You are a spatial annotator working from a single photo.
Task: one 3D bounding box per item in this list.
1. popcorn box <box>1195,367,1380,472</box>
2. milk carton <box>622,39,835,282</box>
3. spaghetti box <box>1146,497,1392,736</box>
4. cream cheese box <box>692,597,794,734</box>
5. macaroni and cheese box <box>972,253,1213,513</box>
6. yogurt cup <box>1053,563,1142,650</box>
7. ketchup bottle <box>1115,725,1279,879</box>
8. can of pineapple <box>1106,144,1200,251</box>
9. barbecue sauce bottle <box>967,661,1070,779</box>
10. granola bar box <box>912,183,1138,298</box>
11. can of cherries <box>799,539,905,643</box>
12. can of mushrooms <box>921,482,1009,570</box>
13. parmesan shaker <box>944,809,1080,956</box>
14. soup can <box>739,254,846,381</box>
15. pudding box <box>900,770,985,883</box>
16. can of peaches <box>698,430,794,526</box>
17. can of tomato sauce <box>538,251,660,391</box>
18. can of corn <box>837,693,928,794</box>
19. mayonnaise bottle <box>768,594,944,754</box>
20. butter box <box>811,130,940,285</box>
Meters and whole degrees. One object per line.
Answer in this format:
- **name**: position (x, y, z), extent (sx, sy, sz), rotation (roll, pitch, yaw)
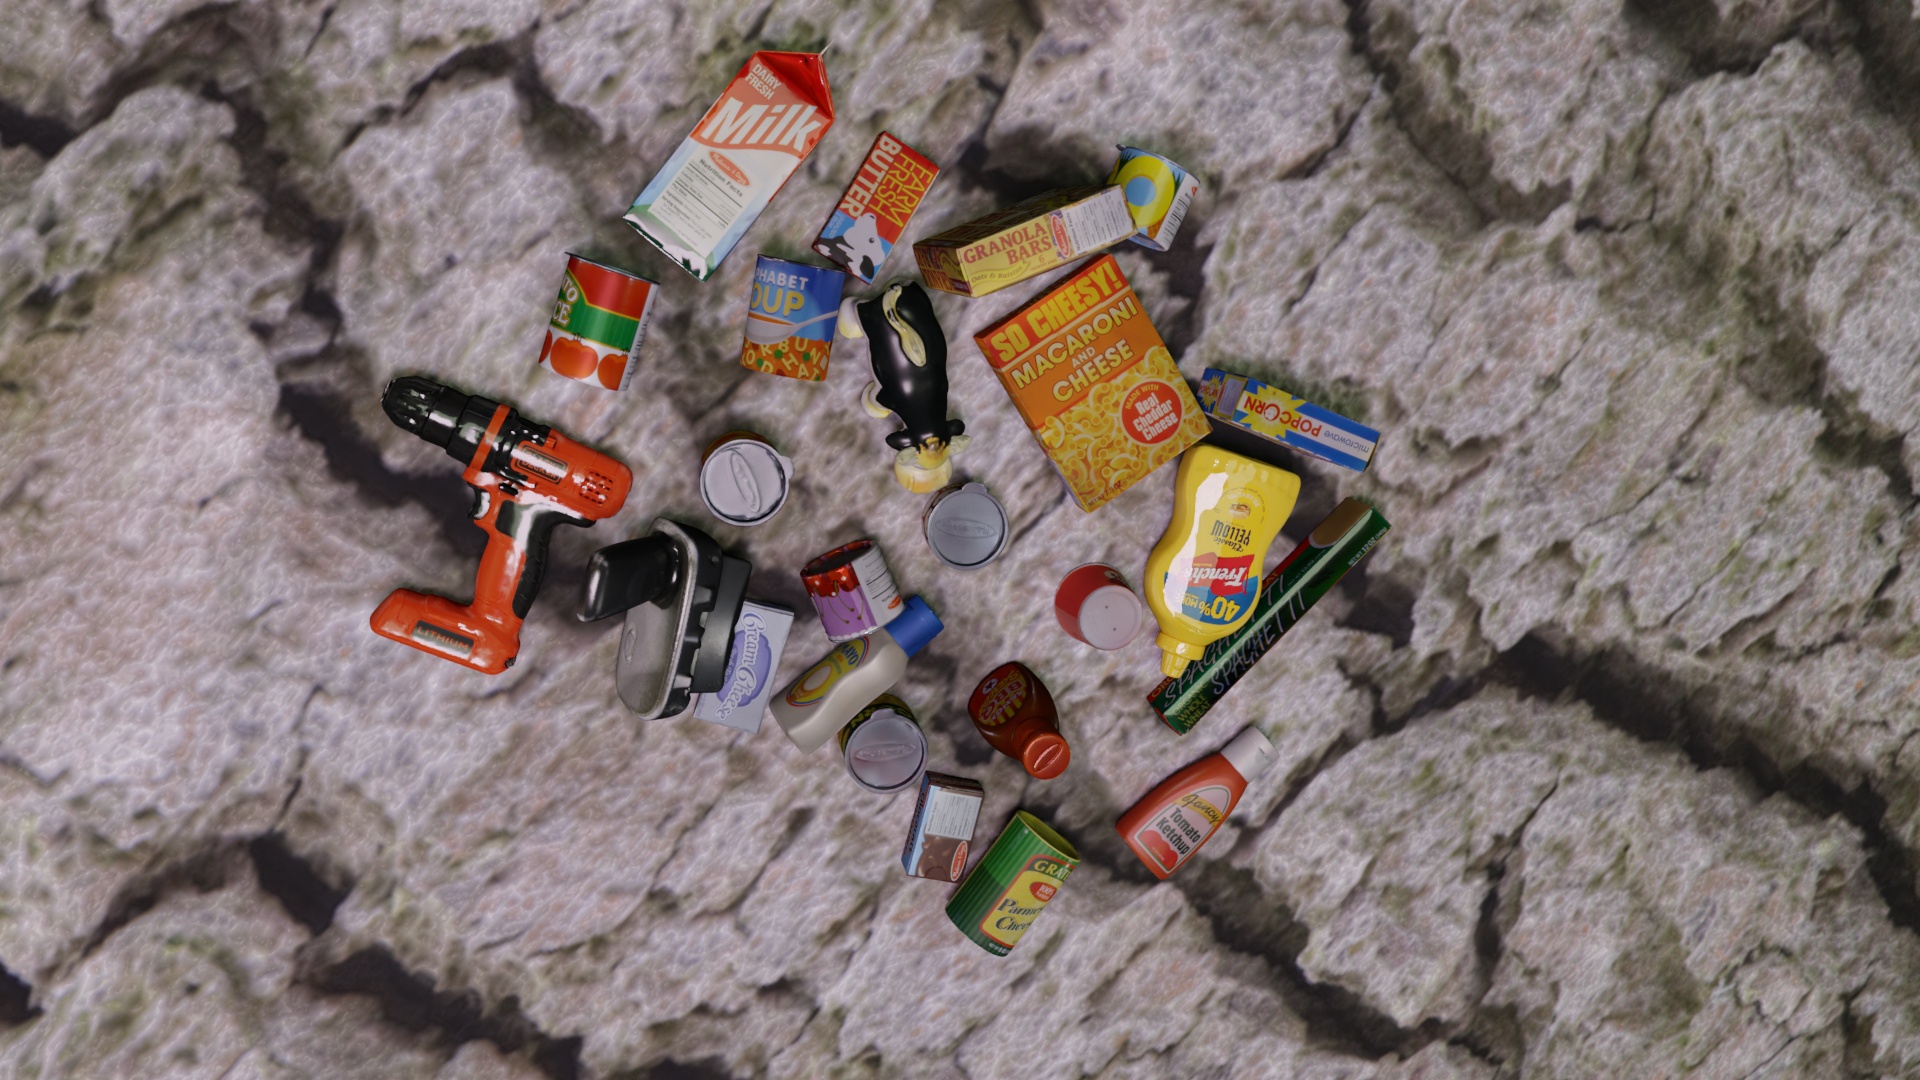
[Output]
- **popcorn box**: position (0.261, -0.097, 1.117), extent (0.127, 0.085, 0.038), rotation (20, 98, -15)
- **milk carton**: position (-0.154, -0.282, 0.998), extent (0.073, 0.072, 0.190), rotation (39, 92, -16)
- **spaghetti box**: position (0.257, 0.063, 1.166), extent (0.250, 0.050, 0.028), rotation (-45, 105, 0)
- **cream cheese box**: position (-0.171, 0.097, 1.095), extent (0.053, 0.024, 0.103), rotation (16, 97, -15)
- **macaroni and cheese box**: position (0.105, -0.124, 1.102), extent (0.124, 0.040, 0.166), rotation (-34, 106, -3)
- **yogurt cup**: position (0.115, 0.057, 1.133), extent (0.072, 0.054, 0.072), rotation (-2, 102, -11)
- **ketchup bottle**: position (0.206, 0.220, 1.191), extent (0.149, 0.043, 0.064), rotation (-41, 106, -2)
- **can of pineapple**: position (0.141, -0.263, 1.069), extent (0.071, 0.071, 0.058), rotation (23, 96, -15)
- **barbecue sauce bottle**: position (0.049, 0.143, 1.087), extent (0.065, 0.149, 0.043), rotation (-44, 107, 0)
- **granola bar box**: position (0.042, -0.217, 1.004), extent (0.124, 0.166, 0.039), rotation (-23, 106, -7)
- **can of cherries**: position (-0.086, 0.039, 1.081), extent (0.071, 0.071, 0.058), rotation (-25, 105, -6)
- **can of mushrooms**: position (0.004, -0.014, 1.106), extent (0.071, 0.033, 0.071), rotation (-2, 102, -11)
- **parmesan shaker**: position (0.045, 0.287, 1.159), extent (0.071, 0.071, 0.103), rotation (36, 93, -16)
- **soup can**: position (-0.126, -0.165, 1.028), extent (0.071, 0.071, 0.083), rotation (9, 100, -14)
- **pudding box**: position (-0.015, 0.239, 1.154), extent (0.050, 0.030, 0.083), rotation (12, 99, -15)
- **can of peaches**: position (-0.162, -0.048, 1.051), extent (0.071, 0.058, 0.071), rotation (-2, 101, -12)
- **can of tomato sauce**: position (-0.263, -0.158, 1.003), extent (0.071, 0.071, 0.083), rotation (17, 98, -15)
- **can of corn**: position (-0.063, 0.159, 1.113), extent (0.071, 0.058, 0.071), rotation (-2, 102, -11)
- **mayonnaise bottle**: position (-0.080, 0.102, 1.098), extent (0.148, 0.065, 0.041), rotation (-40, 120, -6)
- **butter box**: position (-0.064, -0.250, 1.048), extent (0.053, 0.024, 0.103), rotation (30, 94, -17)
